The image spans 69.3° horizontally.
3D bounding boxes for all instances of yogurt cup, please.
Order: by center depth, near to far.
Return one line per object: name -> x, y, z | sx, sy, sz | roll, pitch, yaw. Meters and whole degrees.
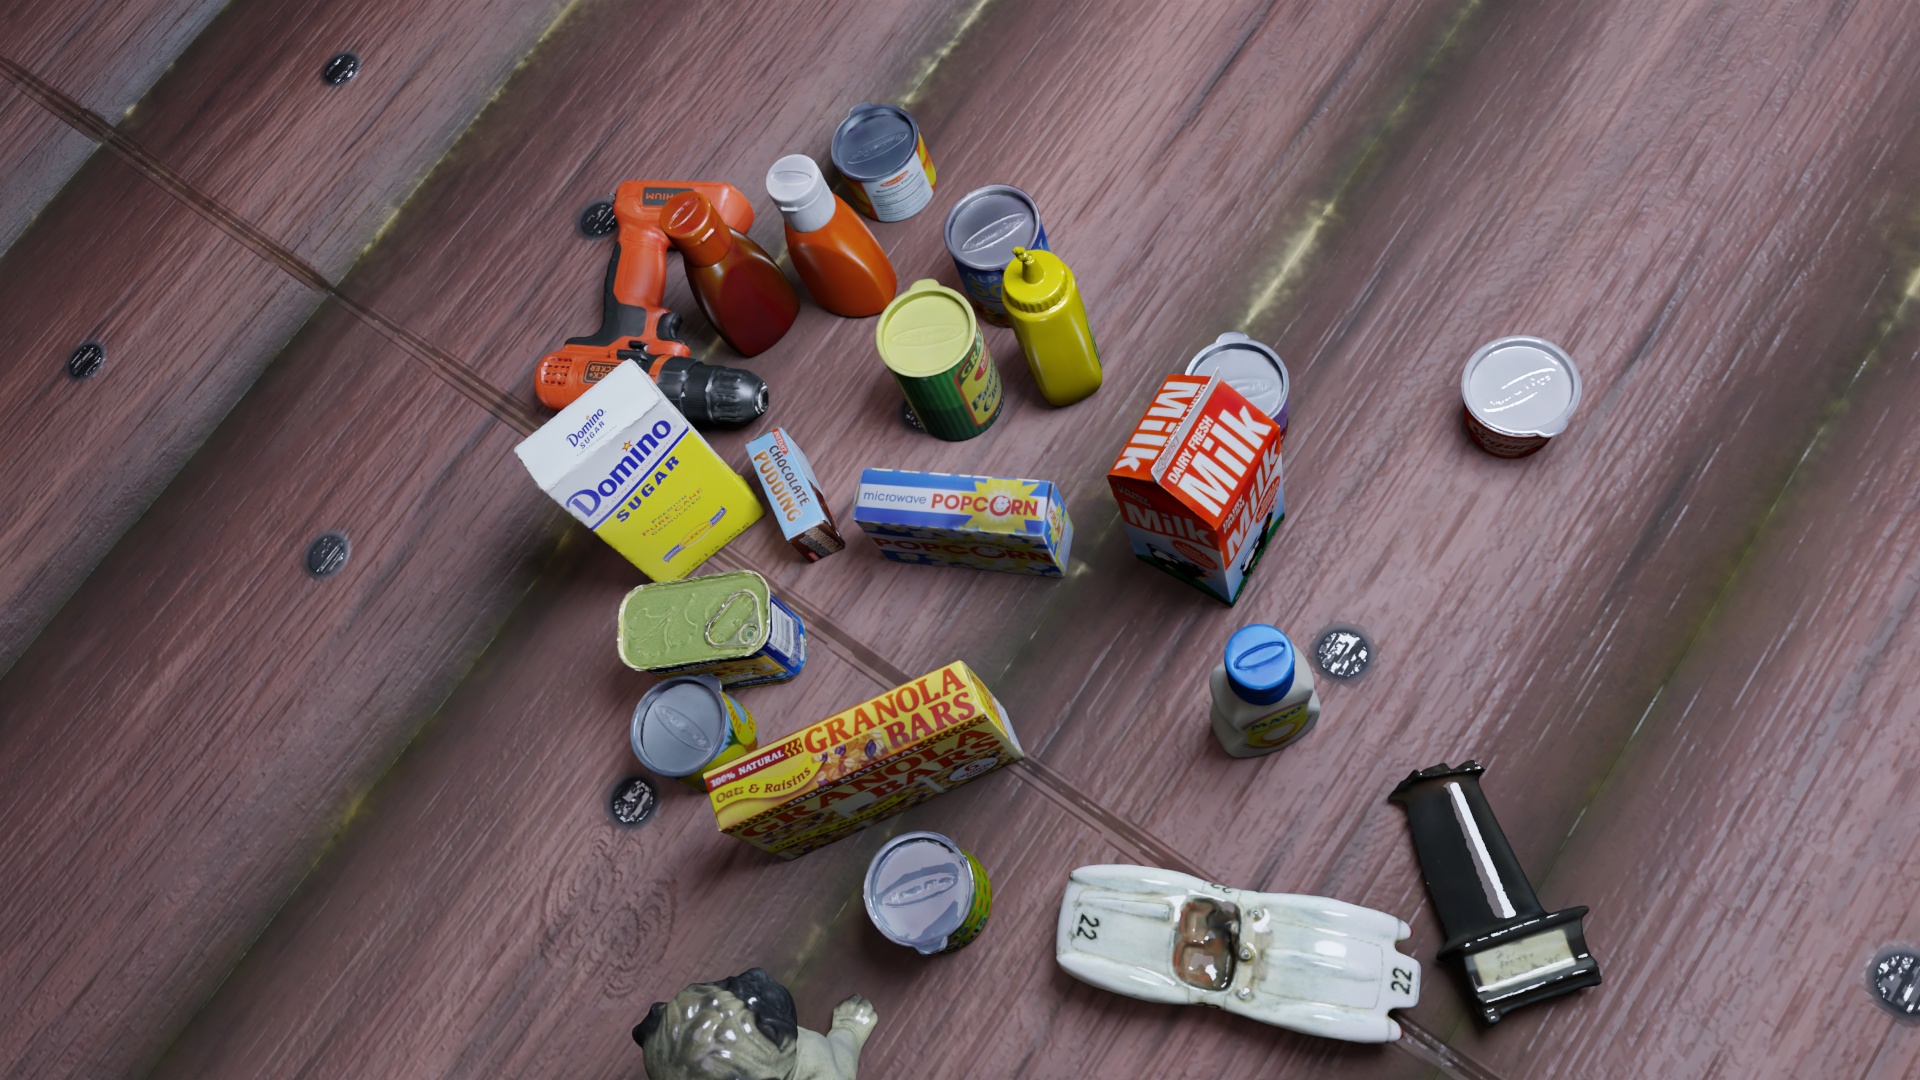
yogurt cup -> 0.344, -0.086, 0.861 | 0.072, 0.053, 0.072 | -5, 69, 12

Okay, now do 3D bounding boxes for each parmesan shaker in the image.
parmesan shaker -> -0.011, -0.119, 0.933 | 0.071, 0.103, 0.071 | -5, 69, 12

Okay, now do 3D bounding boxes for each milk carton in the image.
milk carton -> 0.140, -0.032, 0.815 | 0.073, 0.190, 0.072 | 28, 79, 22

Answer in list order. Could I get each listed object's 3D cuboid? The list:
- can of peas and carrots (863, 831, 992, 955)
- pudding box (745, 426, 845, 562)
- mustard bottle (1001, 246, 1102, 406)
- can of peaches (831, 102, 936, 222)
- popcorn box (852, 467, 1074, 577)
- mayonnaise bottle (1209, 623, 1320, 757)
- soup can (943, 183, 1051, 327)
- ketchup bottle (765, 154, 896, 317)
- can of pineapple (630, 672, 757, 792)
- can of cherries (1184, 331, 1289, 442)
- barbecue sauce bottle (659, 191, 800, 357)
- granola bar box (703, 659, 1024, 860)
can of peas and carrots -> -0.017, 0.214, 0.831 | 0.071, 0.058, 0.071 | -5, 69, 12
pudding box -> -0.113, -0.031, 0.953 | 0.030, 0.049, 0.084 | -28, 66, 2
mustard bottle -> 0.057, -0.144, 0.895 | 0.049, 0.160, 0.065 | -22, 66, 5
can of peaches -> -0.057, -0.281, 1.031 | 0.071, 0.058, 0.071 | -5, 69, 12
popcorn box -> 0.003, -0.011, 0.898 | 0.127, 0.085, 0.038 | 5, 71, 15
mayonnaise bottle -> 0.171, 0.085, 0.786 | 0.065, 0.147, 0.041 | -24, 66, 4
soup can -> 0.031, -0.193, 0.962 | 0.071, 0.083, 0.071 | -5, 69, 12
ketchup bottle -> -0.092, -0.208, 0.962 | 0.065, 0.148, 0.043 | 7, 72, 16
can of pineapple -> -0.170, 0.125, 0.902 | 0.071, 0.057, 0.071 | -5, 69, 12
can of cherries -> 0.180, -0.091, 0.901 | 0.071, 0.058, 0.072 | -5, 69, 12
barbecue sauce bottle -> -0.163, -0.188, 0.971 | 0.044, 0.148, 0.065 | 40, 83, 23
granola bar box -> -0.054, 0.134, 0.834 | 0.165, 0.124, 0.039 | -24, 66, 4
